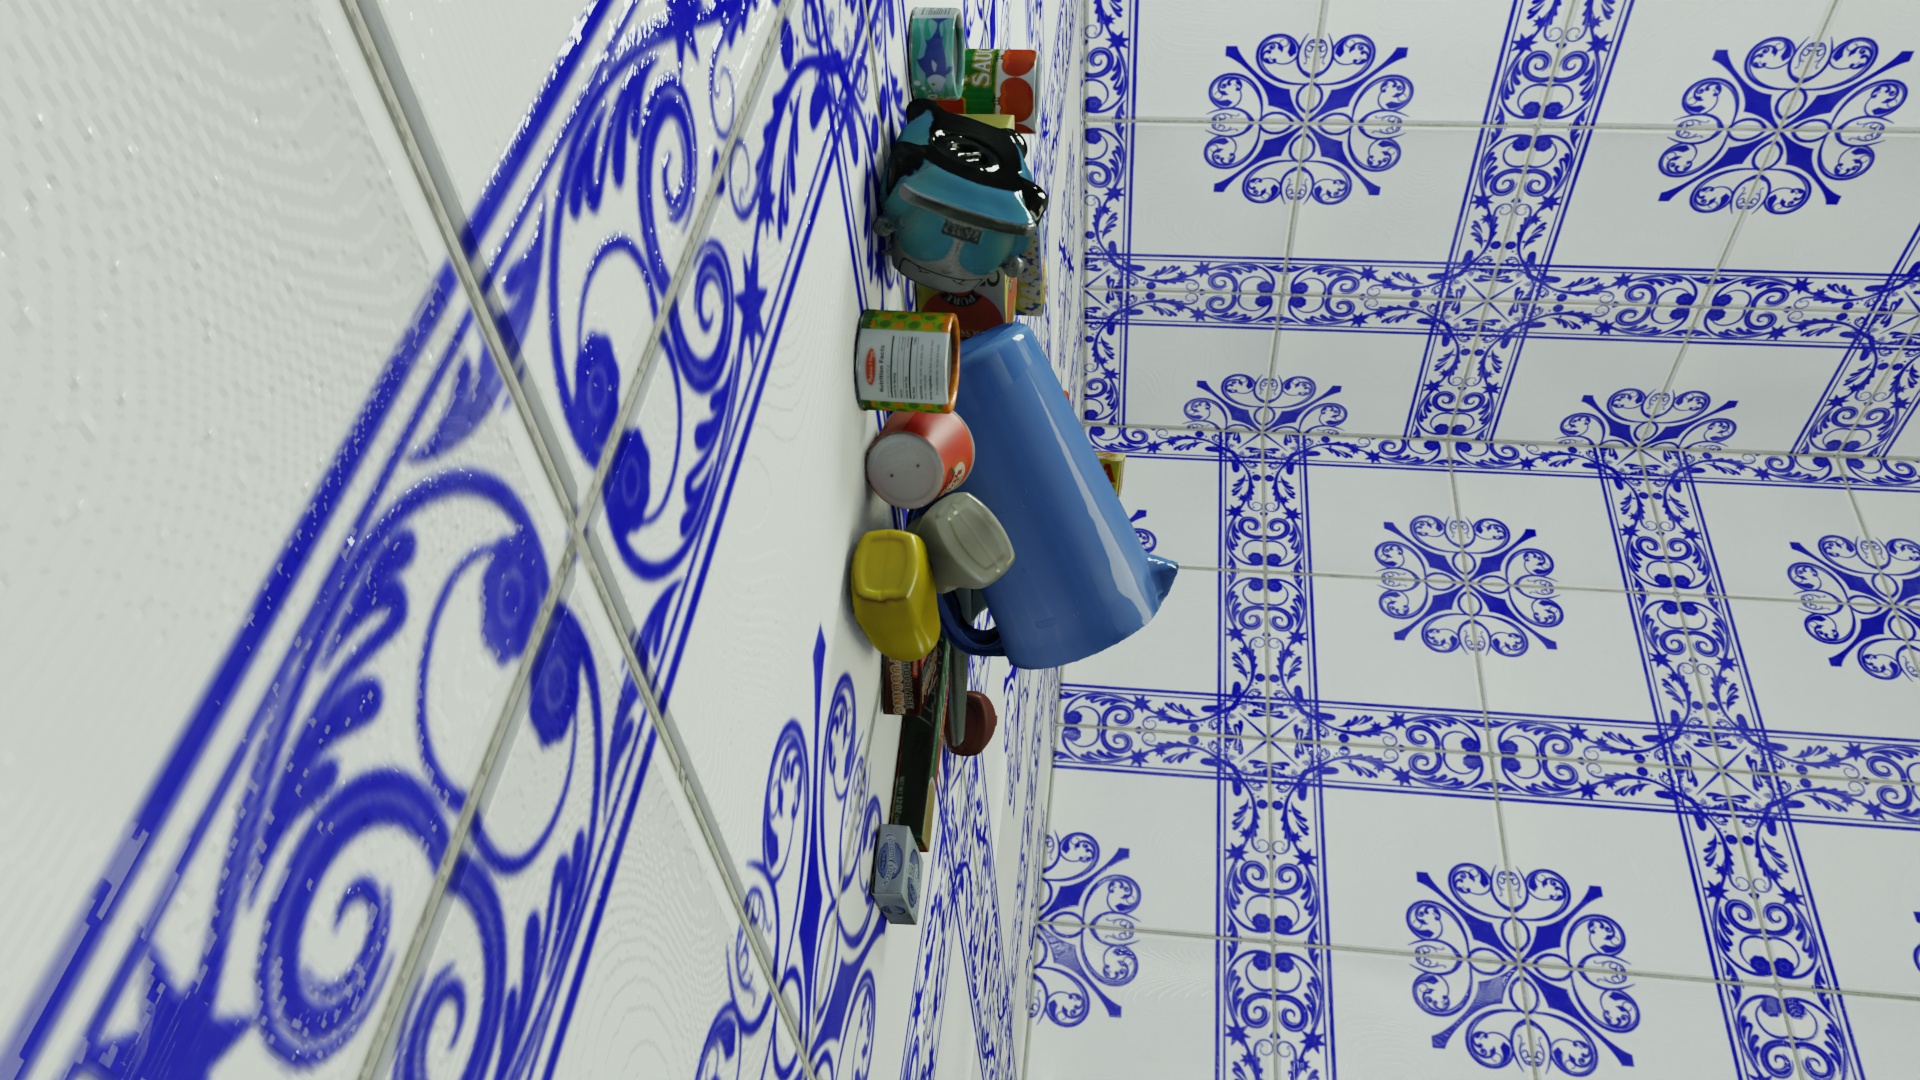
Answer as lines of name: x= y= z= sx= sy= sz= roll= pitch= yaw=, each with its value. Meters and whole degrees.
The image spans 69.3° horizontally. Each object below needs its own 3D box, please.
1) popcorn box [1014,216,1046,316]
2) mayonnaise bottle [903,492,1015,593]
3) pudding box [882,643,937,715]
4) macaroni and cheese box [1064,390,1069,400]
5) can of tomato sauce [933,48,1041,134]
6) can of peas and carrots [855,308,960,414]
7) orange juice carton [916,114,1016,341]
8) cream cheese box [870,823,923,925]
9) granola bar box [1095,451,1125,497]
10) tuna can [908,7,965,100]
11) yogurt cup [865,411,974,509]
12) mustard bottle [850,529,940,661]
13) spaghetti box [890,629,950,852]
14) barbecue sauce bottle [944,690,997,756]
popcorn box: x=0.031 y=-0.250 z=1.227 sx=0.126 sy=0.085 sz=0.038 roll=79 pitch=17 yaw=-64
mayonnaise bottle: x=-0.012 y=0.007 z=0.965 sx=0.064 sy=0.041 sz=0.148 roll=54 pitch=-19 yaw=-5
pudding box: x=-0.037 y=0.096 z=1.054 sx=0.084 sy=0.030 sz=0.049 roll=-60 pitch=152 yaw=-74
macaroni and cheese box: x=0.096 y=-0.052 z=1.423 sx=0.124 sy=0.040 sz=0.165 roll=-86 pitch=173 yaw=-52
can of tomato sauce: x=0.021 y=-0.362 z=1.113 sx=0.071 sy=0.083 sz=0.071 roll=0 pitch=93 yaw=-83
can of peas and carrots: x=-0.032 y=-0.116 z=0.898 sx=0.071 sy=0.059 sz=0.071 roll=1 pitch=93 yaw=-83
orange juice carton: x=0.004 y=-0.229 z=1.084 sx=0.073 sy=0.072 sz=0.191 roll=-75 pitch=166 yaw=-55
cream cheese box: x=-0.047 y=0.257 z=1.064 sx=0.103 sy=0.024 sz=0.053 roll=79 pitch=14 yaw=-62
granola bar box: x=0.053 y=-0.059 z=1.169 sx=0.124 sy=0.165 sz=0.039 roll=-39 pitch=134 yaw=-80
tuna can: x=-0.017 y=-0.355 z=1.022 sx=0.071 sy=0.033 sz=0.071 roll=0 pitch=93 yaw=-82
yogurt cup: x=-0.029 y=-0.055 z=0.935 sx=0.054 sy=0.072 sz=0.072 roll=-52 pitch=145 yaw=-64
mustard bottle: x=-0.041 y=0.049 z=0.940 sx=0.159 sy=0.049 sz=0.065 roll=79 pitch=15 yaw=-64
spaghetti box: x=-0.027 y=0.129 z=1.149 sx=0.050 sy=0.029 sz=0.251 roll=80 pitch=15 yaw=-63
barbecue sauce bottle: x=0.013 y=0.186 z=1.429 sx=0.148 sy=0.044 sz=0.065 roll=39 pitch=55 yaw=-82
